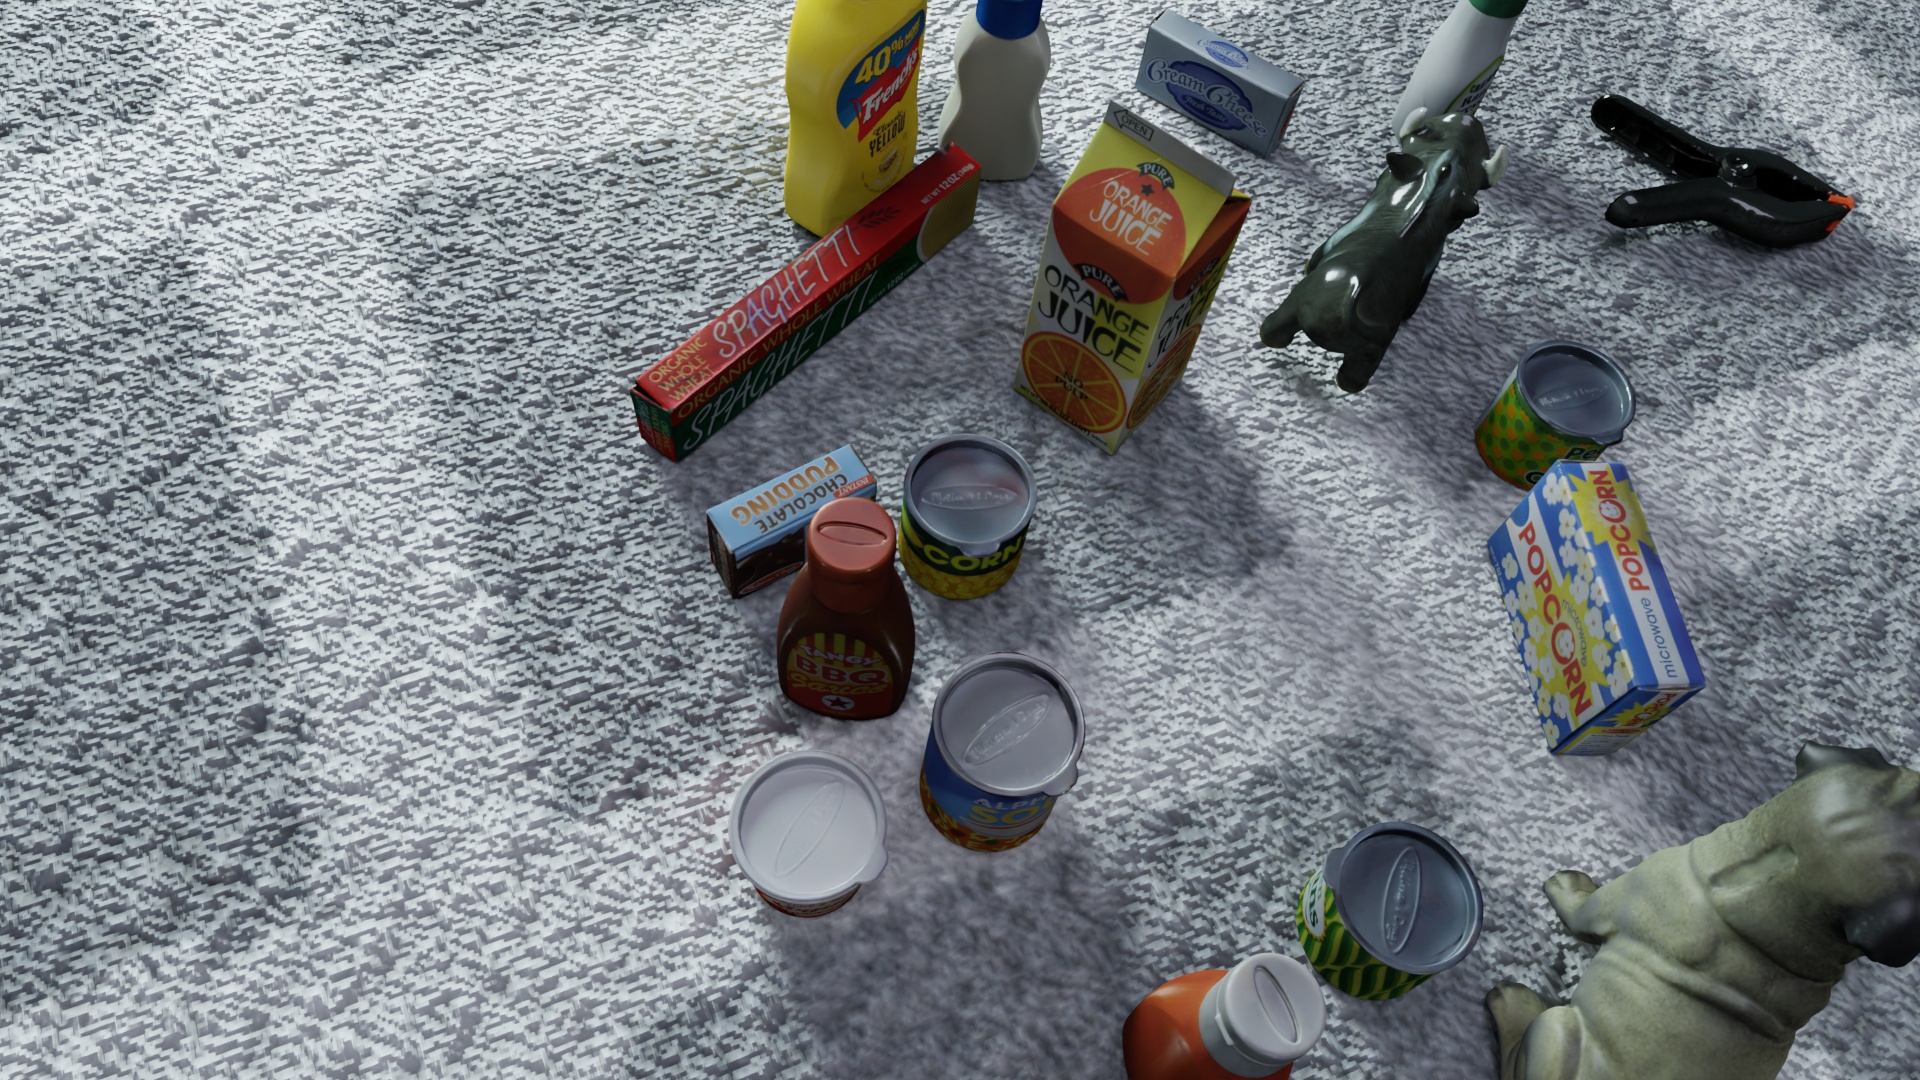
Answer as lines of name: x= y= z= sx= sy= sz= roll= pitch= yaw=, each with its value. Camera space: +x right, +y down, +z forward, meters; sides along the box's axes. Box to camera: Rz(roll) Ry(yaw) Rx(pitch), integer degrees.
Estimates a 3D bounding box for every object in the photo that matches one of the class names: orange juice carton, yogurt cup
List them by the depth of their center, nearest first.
yogurt cup: x=-0.067 y=0.133 z=0.615 sx=0.072 sy=0.053 sz=0.073 roll=3 pitch=60 yaw=-5
orange juice carton: x=0.087 y=-0.136 z=0.710 sx=0.072 sy=0.191 sz=0.073 roll=36 pitch=63 yaw=14

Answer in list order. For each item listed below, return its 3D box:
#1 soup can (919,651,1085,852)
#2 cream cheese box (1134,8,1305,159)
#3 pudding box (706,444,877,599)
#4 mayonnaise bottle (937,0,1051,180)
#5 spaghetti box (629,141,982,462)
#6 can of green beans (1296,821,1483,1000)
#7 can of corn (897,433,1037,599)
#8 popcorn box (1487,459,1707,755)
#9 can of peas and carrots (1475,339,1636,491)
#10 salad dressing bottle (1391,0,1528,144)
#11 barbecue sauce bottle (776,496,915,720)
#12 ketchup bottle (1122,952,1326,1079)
soup can: x=0.018 y=0.100 z=0.627 sx=0.071 sy=0.083 sz=0.071 roll=3 pitch=60 yaw=-5
cream cheese box: x=0.164 y=-0.292 z=0.890 sx=0.104 sy=0.053 sz=0.024 roll=33 pitch=62 yaw=13
pudding box: x=-0.084 y=-0.009 z=0.699 sx=0.084 sy=0.049 sz=0.030 roll=-28 pitch=67 yaw=-20
mayonnaise bottle: x=0.023 y=-0.275 z=0.810 sx=0.065 sy=0.147 sz=0.041 roll=5 pitch=60 yaw=-4
spaghetti box: x=-0.080 y=-0.136 z=0.773 sx=0.029 sy=0.050 sz=0.251 roll=39 pitch=63 yaw=15
can of green beans: x=0.191 y=0.167 z=0.623 sx=0.071 sy=0.057 sz=0.071 roll=3 pitch=60 yaw=-5
can of corn: x=0.003 y=-0.009 z=0.704 sx=0.071 sy=0.058 sz=0.071 roll=3 pitch=60 yaw=-5
popcorn box: x=0.315 y=0.034 z=0.699 sx=0.038 sy=0.084 sz=0.127 roll=-1 pitch=60 yaw=-7
can of peas and carrots: x=0.332 y=-0.067 z=0.775 sx=0.071 sy=0.058 sz=0.071 roll=3 pitch=60 yaw=-5
salad dressing bottle: x=0.316 y=-0.306 z=0.861 sx=0.064 sy=0.147 sz=0.044 roll=-36 pitch=70 yaw=-23
barbecue sauce bottle: x=-0.050 y=0.033 z=0.621 sx=0.065 sy=0.147 sz=0.044 roll=10 pitch=60 yaw=-1
ketchup bottle: x=0.101 y=0.197 z=0.543 sx=0.043 sy=0.148 sz=0.065 roll=-18 pitch=64 yaw=-16
